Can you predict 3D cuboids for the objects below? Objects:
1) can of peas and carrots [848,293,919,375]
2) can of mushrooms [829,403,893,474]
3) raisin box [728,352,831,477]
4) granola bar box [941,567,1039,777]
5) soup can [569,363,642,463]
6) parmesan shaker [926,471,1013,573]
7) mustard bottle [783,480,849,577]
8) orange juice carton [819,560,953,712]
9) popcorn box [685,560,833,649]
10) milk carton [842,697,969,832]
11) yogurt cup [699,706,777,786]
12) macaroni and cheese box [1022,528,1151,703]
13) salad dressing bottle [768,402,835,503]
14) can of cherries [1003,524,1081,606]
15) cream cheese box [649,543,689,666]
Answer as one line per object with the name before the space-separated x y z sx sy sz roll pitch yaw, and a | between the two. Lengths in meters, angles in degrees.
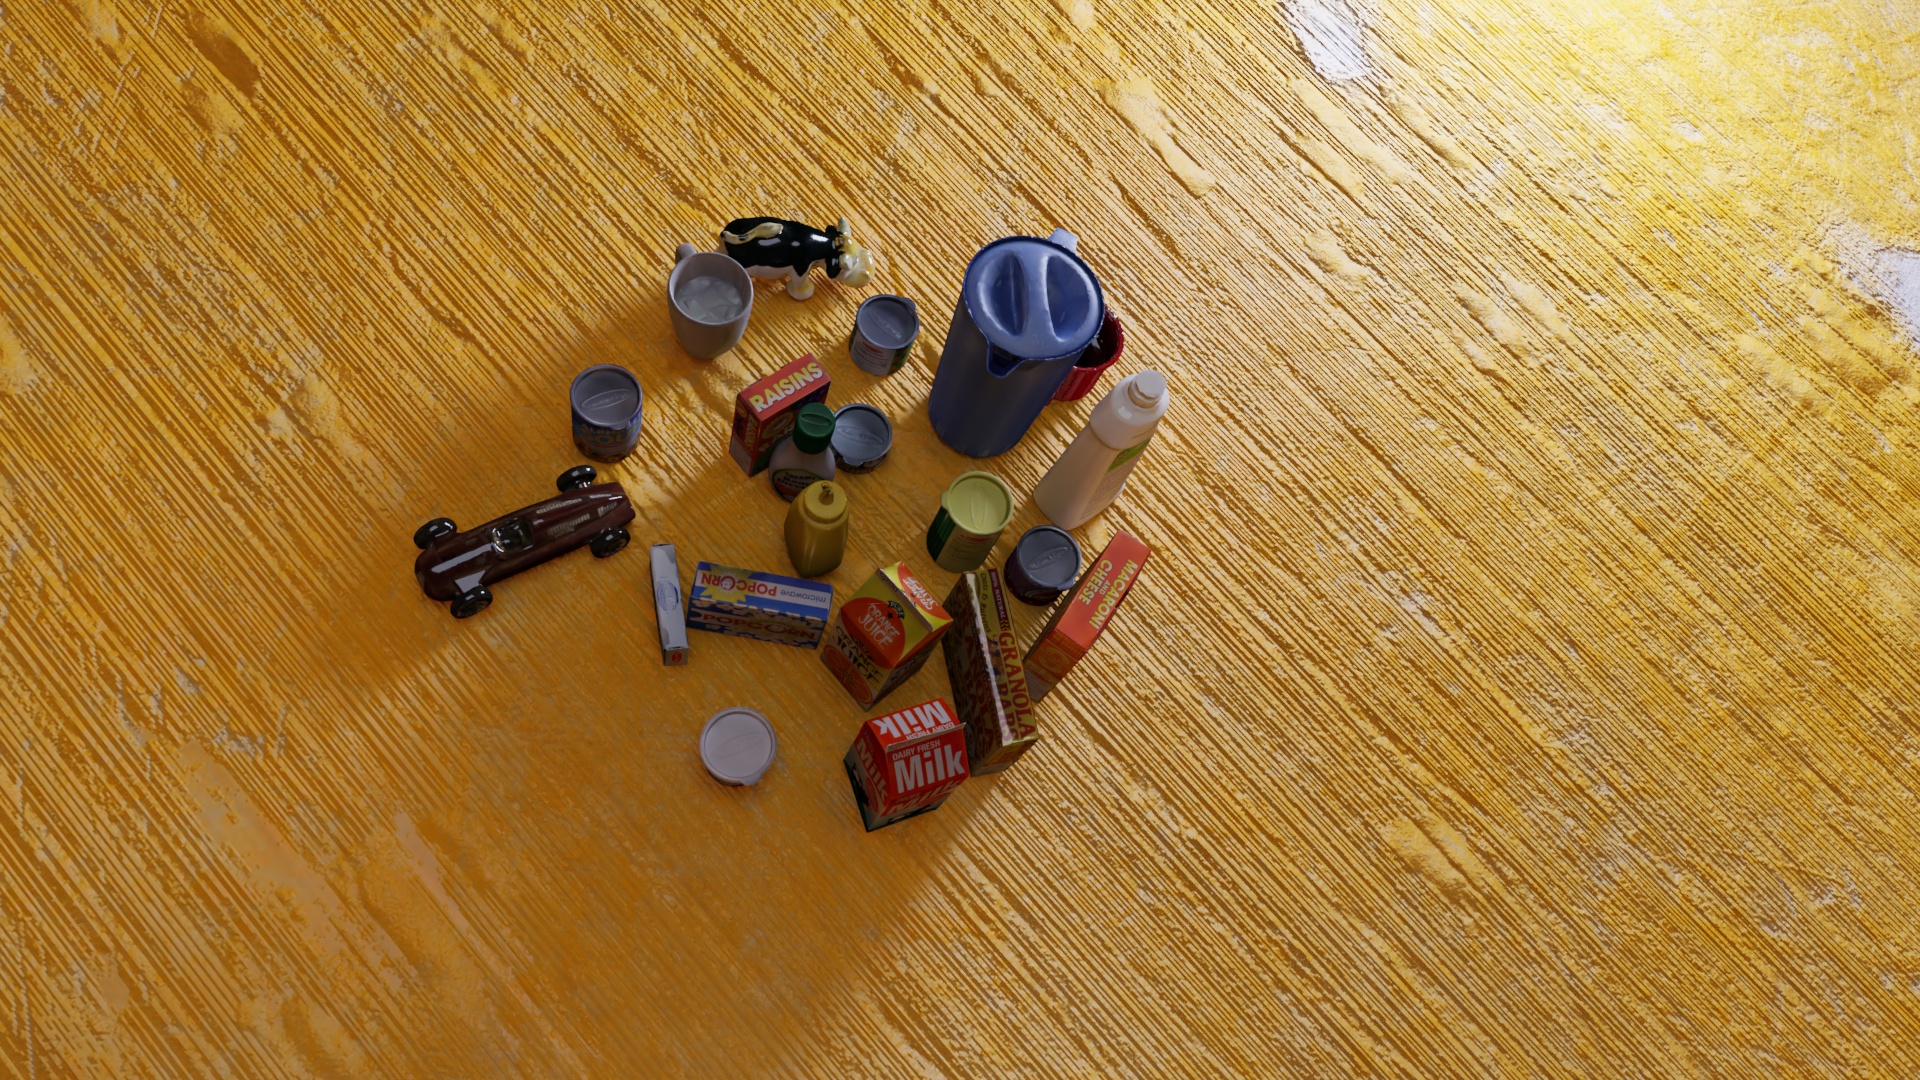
can of peas and carrots | -0.079 -0.215 1.445 0.071 0.058 0.071 5 66 -12
can of mushrooms | -0.104 -0.101 1.404 0.071 0.033 0.071 5 66 -12
raisin box | -0.176 -0.121 1.345 0.086 0.123 0.040 -34 79 -24
granola bar box | 0.024 0.124 1.289 0.039 0.123 0.166 -7 69 -16
soup can | -0.337 -0.117 1.326 0.071 0.083 0.071 5 67 -12
parmesan shaker | 0.005 -0.017 1.356 0.071 0.102 0.071 5 67 -12
mustard bottle | -0.131 -0.017 1.291 0.049 0.159 0.065 -18 73 -20
orange juice carton | -0.066 0.083 1.246 0.073 0.191 0.072 -38 80 -24
popcorn box | -0.186 0.061 1.286 0.127 0.085 0.038 11 66 -9
milk carton | -0.047 0.192 1.205 0.072 0.189 0.073 -15 72 -19
yogurt cup | -0.201 0.189 1.245 0.072 0.053 0.072 5 66 -12
macaroni and cheese box | 0.111 0.074 1.308 0.040 0.165 0.124 35 64 2
salad dressing bottle | -0.147 -0.082 1.322 0.064 0.147 0.044 13 65 -8
can of cherries | 0.082 0.028 1.380 0.071 0.058 0.072 5 66 -12
cream cheese box | -0.270 0.060 1.283 0.024 0.053 0.104 -6 69 -16
